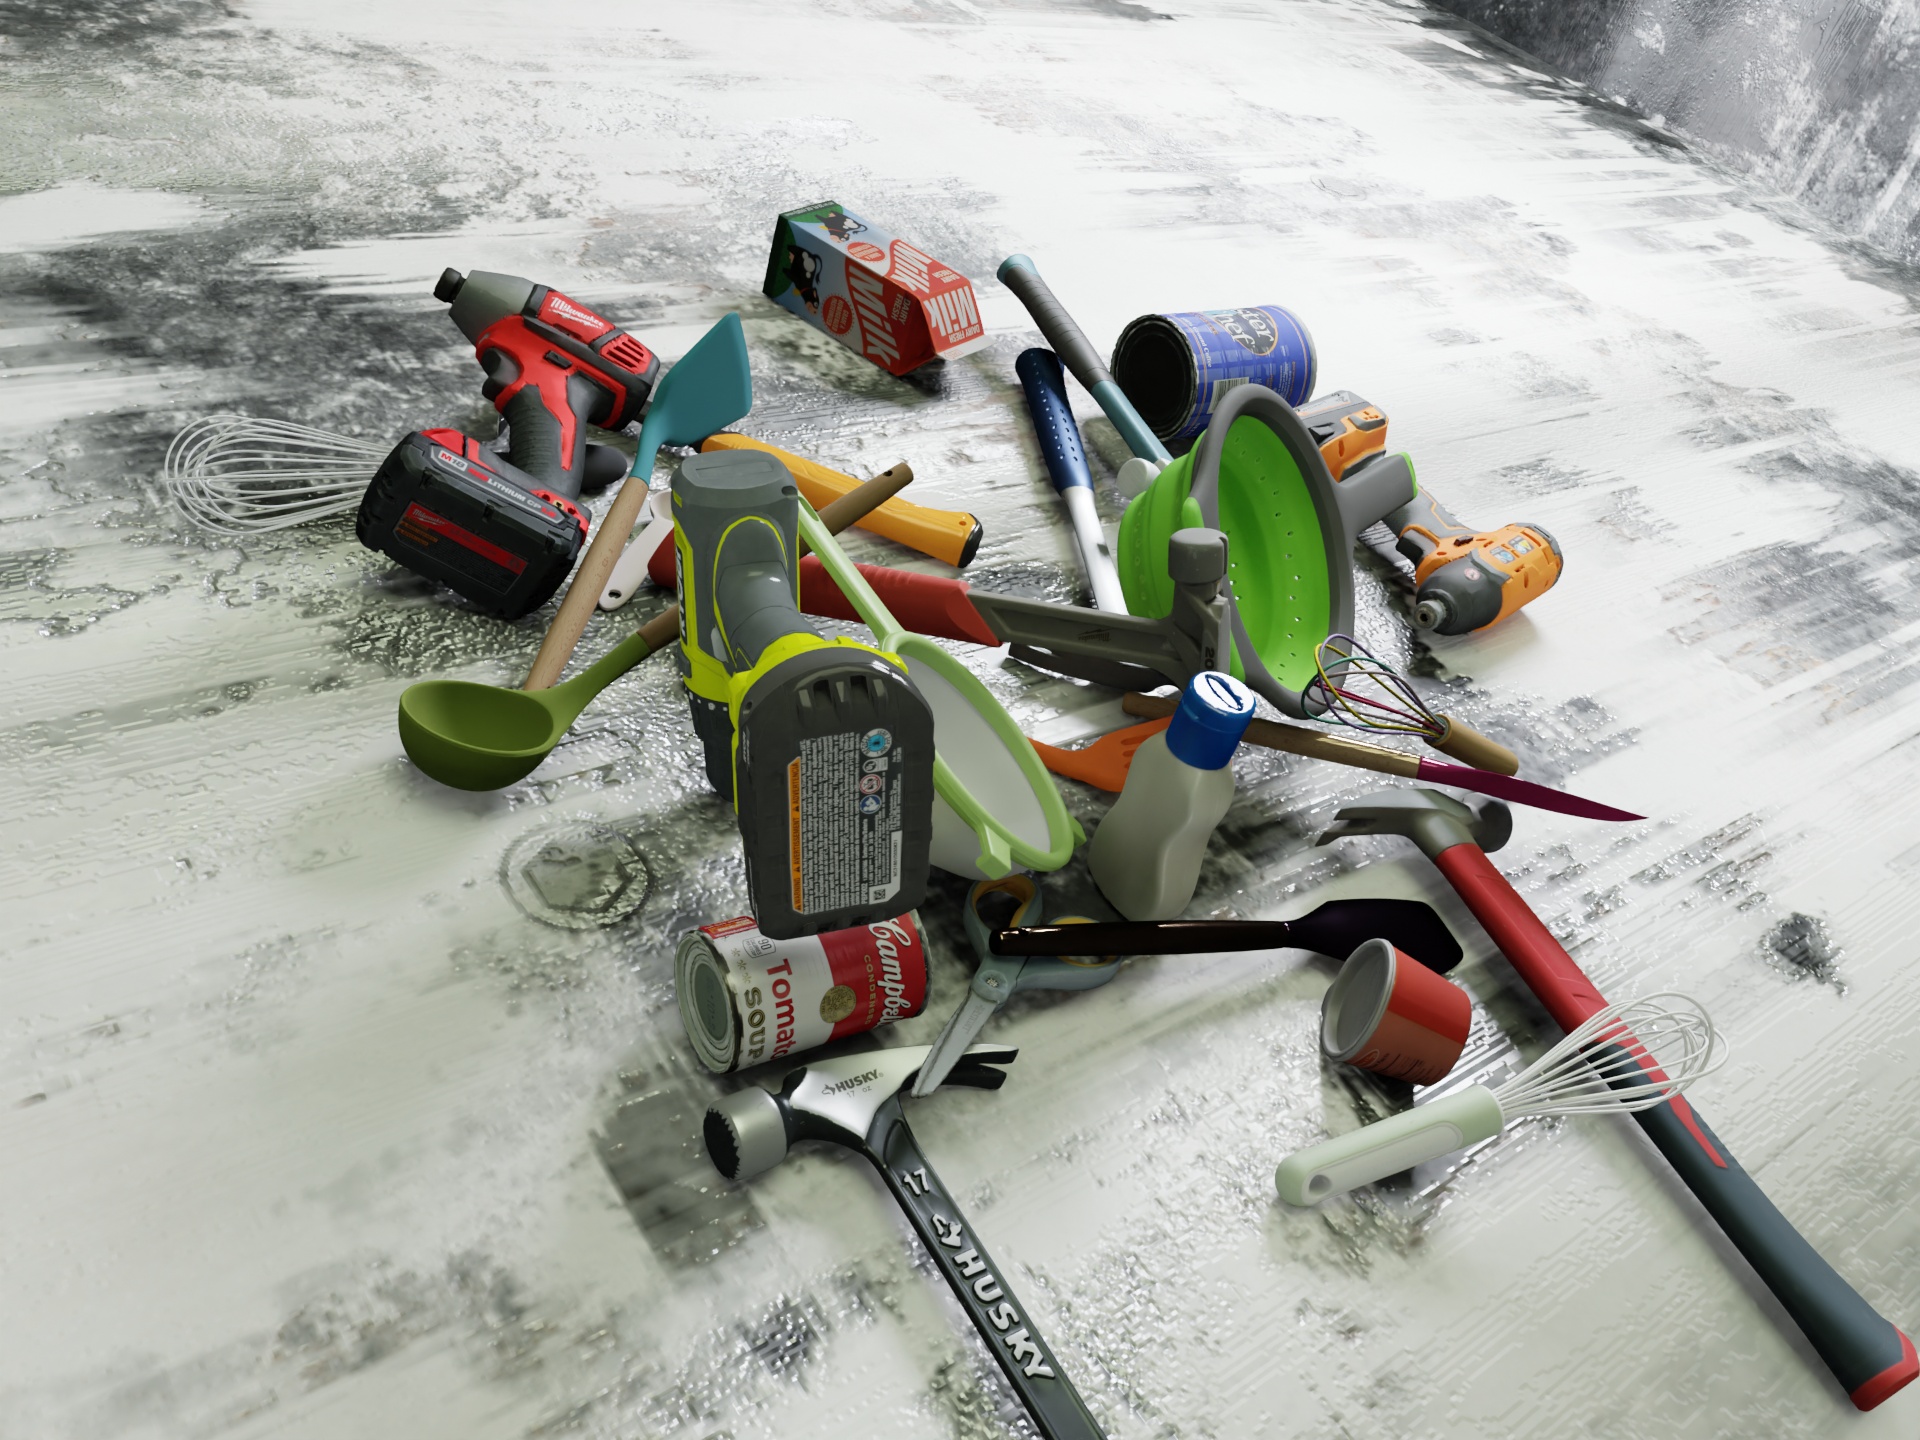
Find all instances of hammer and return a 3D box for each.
[{"bbox_3d":[-0.145,-0.177,1.091,0.337,0.034,0.127,23,38,4],"label":"hammer"},{"bbox_3d":[0.082,-0.160,1.163,0.144,0.035,0.406,7,40,-15],"label":"hammer"},{"bbox_3d":[0.343,0.182,0.849,0.143,0.038,0.387,0,43,-33],"label":"hammer"},{"bbox_3d":[0.107,-0.268,1.253,0.128,0.033,0.331,15,36,-43],"label":"hammer"},{"bbox_3d":[-0.021,-0.058,0.922,0.359,0.149,0.037,11,27,22],"label":"hammer"},{"bbox_3d":[0.055,0.288,0.619,0.149,0.036,0.409,-13,49,-35],"label":"hammer"}]

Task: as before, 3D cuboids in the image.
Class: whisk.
[{"bbox_3d":[0.265,0.188,0.775,0.246,0.057,0.059,-16,19,-13],"label":"whisk"},{"bbox_3d":[-0.333,-0.151,0.969,0.284,0.070,0.070,-9,46,-37],"label":"whisk"},{"bbox_3d":[0.283,0.004,0.981,0.244,0.051,0.047,21,15,-43],"label":"whisk"}]

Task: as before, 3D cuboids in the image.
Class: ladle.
[{"bbox_3d":[-0.152,-0.064,0.854,0.320,0.062,0.078,-36,50,-21],"label":"ladle"}]

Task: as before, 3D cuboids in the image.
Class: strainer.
[{"bbox_3d":[-0.043,-0.011,0.844,0.256,0.069,0.151,54,17,11],"label":"strainer"}]

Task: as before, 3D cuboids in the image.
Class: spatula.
[{"bbox_3d":[-0.001,-0.003,0.937,0.322,0.041,0.081,12,32,-7],"label":"spatula"},{"bbox_3d":[-0.195,-0.125,0.964,0.044,0.082,0.318,8,51,8],"label":"spatula"},{"bbox_3d":[0.153,0.117,0.852,0.315,0.018,0.060,4,41,-30],"label":"spatula"}]

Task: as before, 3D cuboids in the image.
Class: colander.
[{"bbox_3d":[0.203,-0.120,1.044,0.094,0.204,0.397,-10,12,35],"label":"colander"}]

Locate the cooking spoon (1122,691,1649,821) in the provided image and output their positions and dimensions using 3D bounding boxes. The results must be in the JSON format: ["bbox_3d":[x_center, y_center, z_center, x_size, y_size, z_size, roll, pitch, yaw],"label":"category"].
[{"bbox_3d":[0.255,0.023,0.977,0.319,0.017,0.068,14,2,13],"label":"cooking spoon"}]

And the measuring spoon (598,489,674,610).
[{"bbox_3d":[-0.198,-0.104,1.002,0.034,0.018,0.124,21,45,2],"label":"measuring spoon"}]

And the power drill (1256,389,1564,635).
[{"bbox_3d":[0.334,-0.153,1.225,0.164,0.084,0.227,-27,60,-40],"label":"power drill"}]

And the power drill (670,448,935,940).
[{"bbox_3d":[-0.086,-0.001,0.751,0.080,0.190,0.229,-9,33,-18],"label":"power drill"}]

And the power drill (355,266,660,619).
[{"bbox_3d":[-0.271,-0.180,0.952,0.143,0.078,0.220,29,45,-23],"label":"power drill"}]
